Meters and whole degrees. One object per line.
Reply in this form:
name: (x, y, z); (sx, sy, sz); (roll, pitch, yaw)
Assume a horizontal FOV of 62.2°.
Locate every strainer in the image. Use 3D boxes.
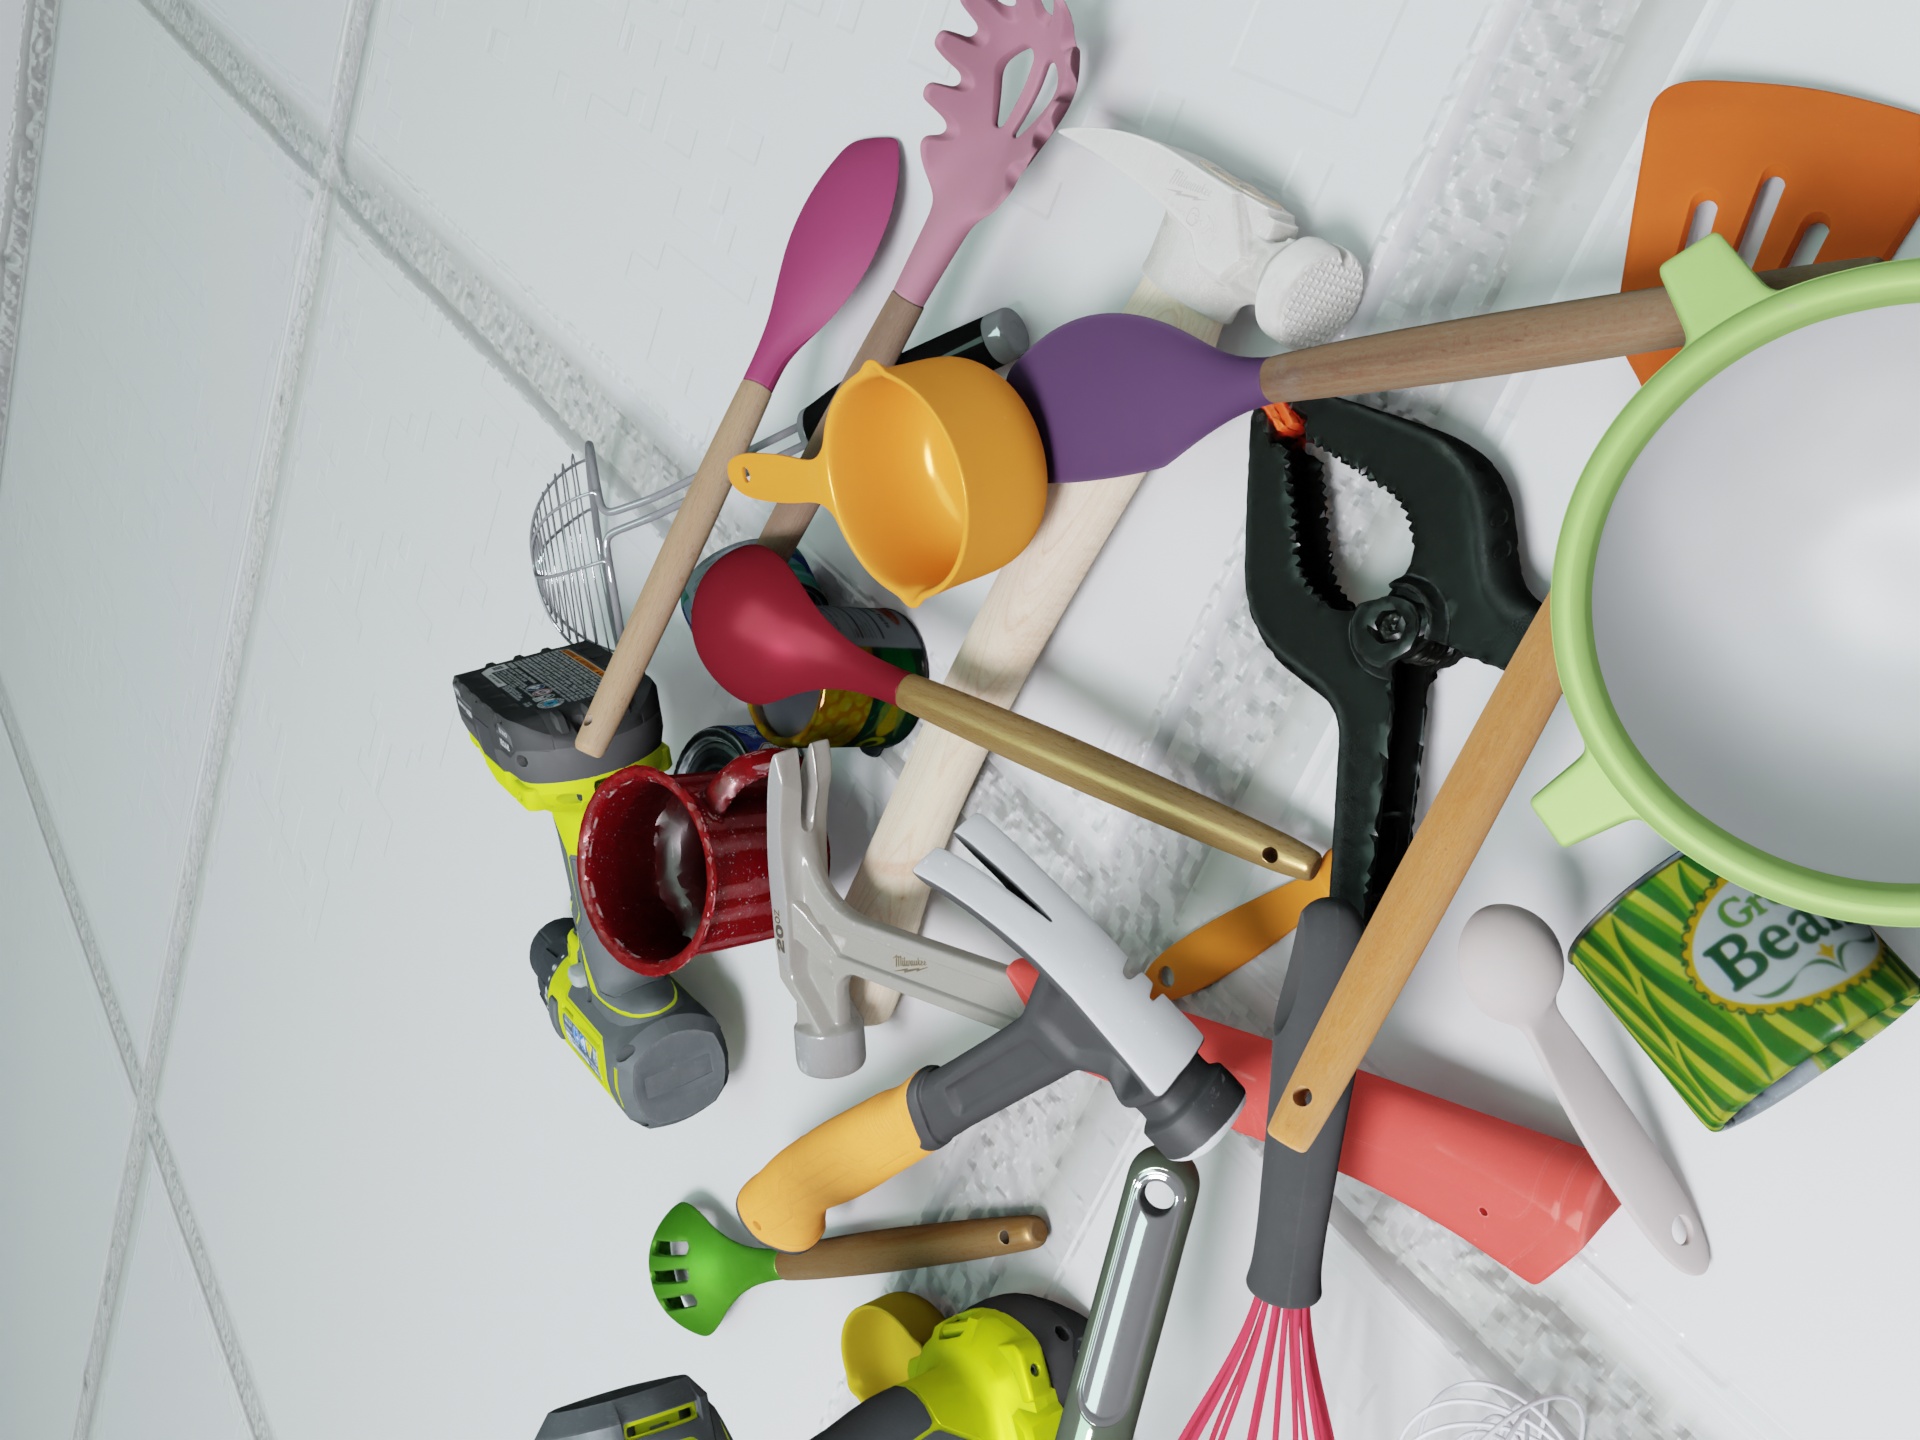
strainer: (0.272, -0.018, 0.360); (0.256, 0.069, 0.151); (15, 102, 26)

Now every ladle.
ladle: (-0.001, -0.002, 0.629); (0.316, 0.031, 0.069); (23, 109, 32)

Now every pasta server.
pasta server: (-0.039, -0.155, 0.672); (0.060, 0.040, 0.316); (39, 113, 17)

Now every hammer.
hammer: (0.058, 0.108, 0.584); (0.359, 0.036, 0.149); (12, 111, 41)
hammer: (0.013, -0.036, 0.668); (0.146, 0.038, 0.410); (49, 125, 38)
hammer: (-0.027, 0.153, 0.626); (0.127, 0.034, 0.336); (47, 142, 3)

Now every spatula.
spatula: (0.164, -0.025, 0.445); (0.081, 0.041, 0.322); (27, 88, 33)
spatula: (0.118, -0.113, 0.500); (0.316, 0.018, 0.060); (4, 102, 50)

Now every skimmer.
skimmer: (-0.098, -0.121, 0.798); (0.363, 0.090, 0.127); (-17, 79, 37)

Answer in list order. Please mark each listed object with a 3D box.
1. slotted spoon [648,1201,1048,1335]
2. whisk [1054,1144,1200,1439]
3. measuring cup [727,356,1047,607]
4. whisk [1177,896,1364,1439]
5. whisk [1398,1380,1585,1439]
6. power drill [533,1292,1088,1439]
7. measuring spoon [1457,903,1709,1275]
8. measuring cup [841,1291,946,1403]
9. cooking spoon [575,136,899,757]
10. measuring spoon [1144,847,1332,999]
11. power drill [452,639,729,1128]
slotted spoon: (-0.070, 0.259, 0.769); (0.314, 0.031, 0.070); (-25, 73, 44)
whisk: (0.038, 0.263, 0.533); (0.058, 0.059, 0.246); (15, 85, 15)
measuring cup: (-0.033, -0.102, 0.645); (0.174, 0.052, 0.095); (15, 120, 52)
whisk: (0.100, 0.196, 0.504); (0.073, 0.073, 0.295); (19, 110, 47)
whisk: (0.143, 0.330, 0.509); (0.070, 0.070, 0.284); (30, 117, 44)
power drill: (-0.036, 0.312, 0.582); (0.080, 0.223, 0.171); (-31, 68, 44)
measuring spoon: (0.185, 0.106, 0.456); (0.124, 0.034, 0.018); (57, 152, -1)
measuring cup: (0.001, 0.325, 0.698); (0.062, 0.029, 0.157); (-45, 70, 39)
cooking spoon: (-0.104, -0.130, 0.729); (0.069, 0.017, 0.319); (16, 80, 45)
measuring spoon: (0.104, 0.077, 0.584); (0.117, 0.011, 0.021); (-41, 61, 40)
power drill: (-0.200, 0.081, 0.843); (0.191, 0.080, 0.228); (25, 127, 54)
